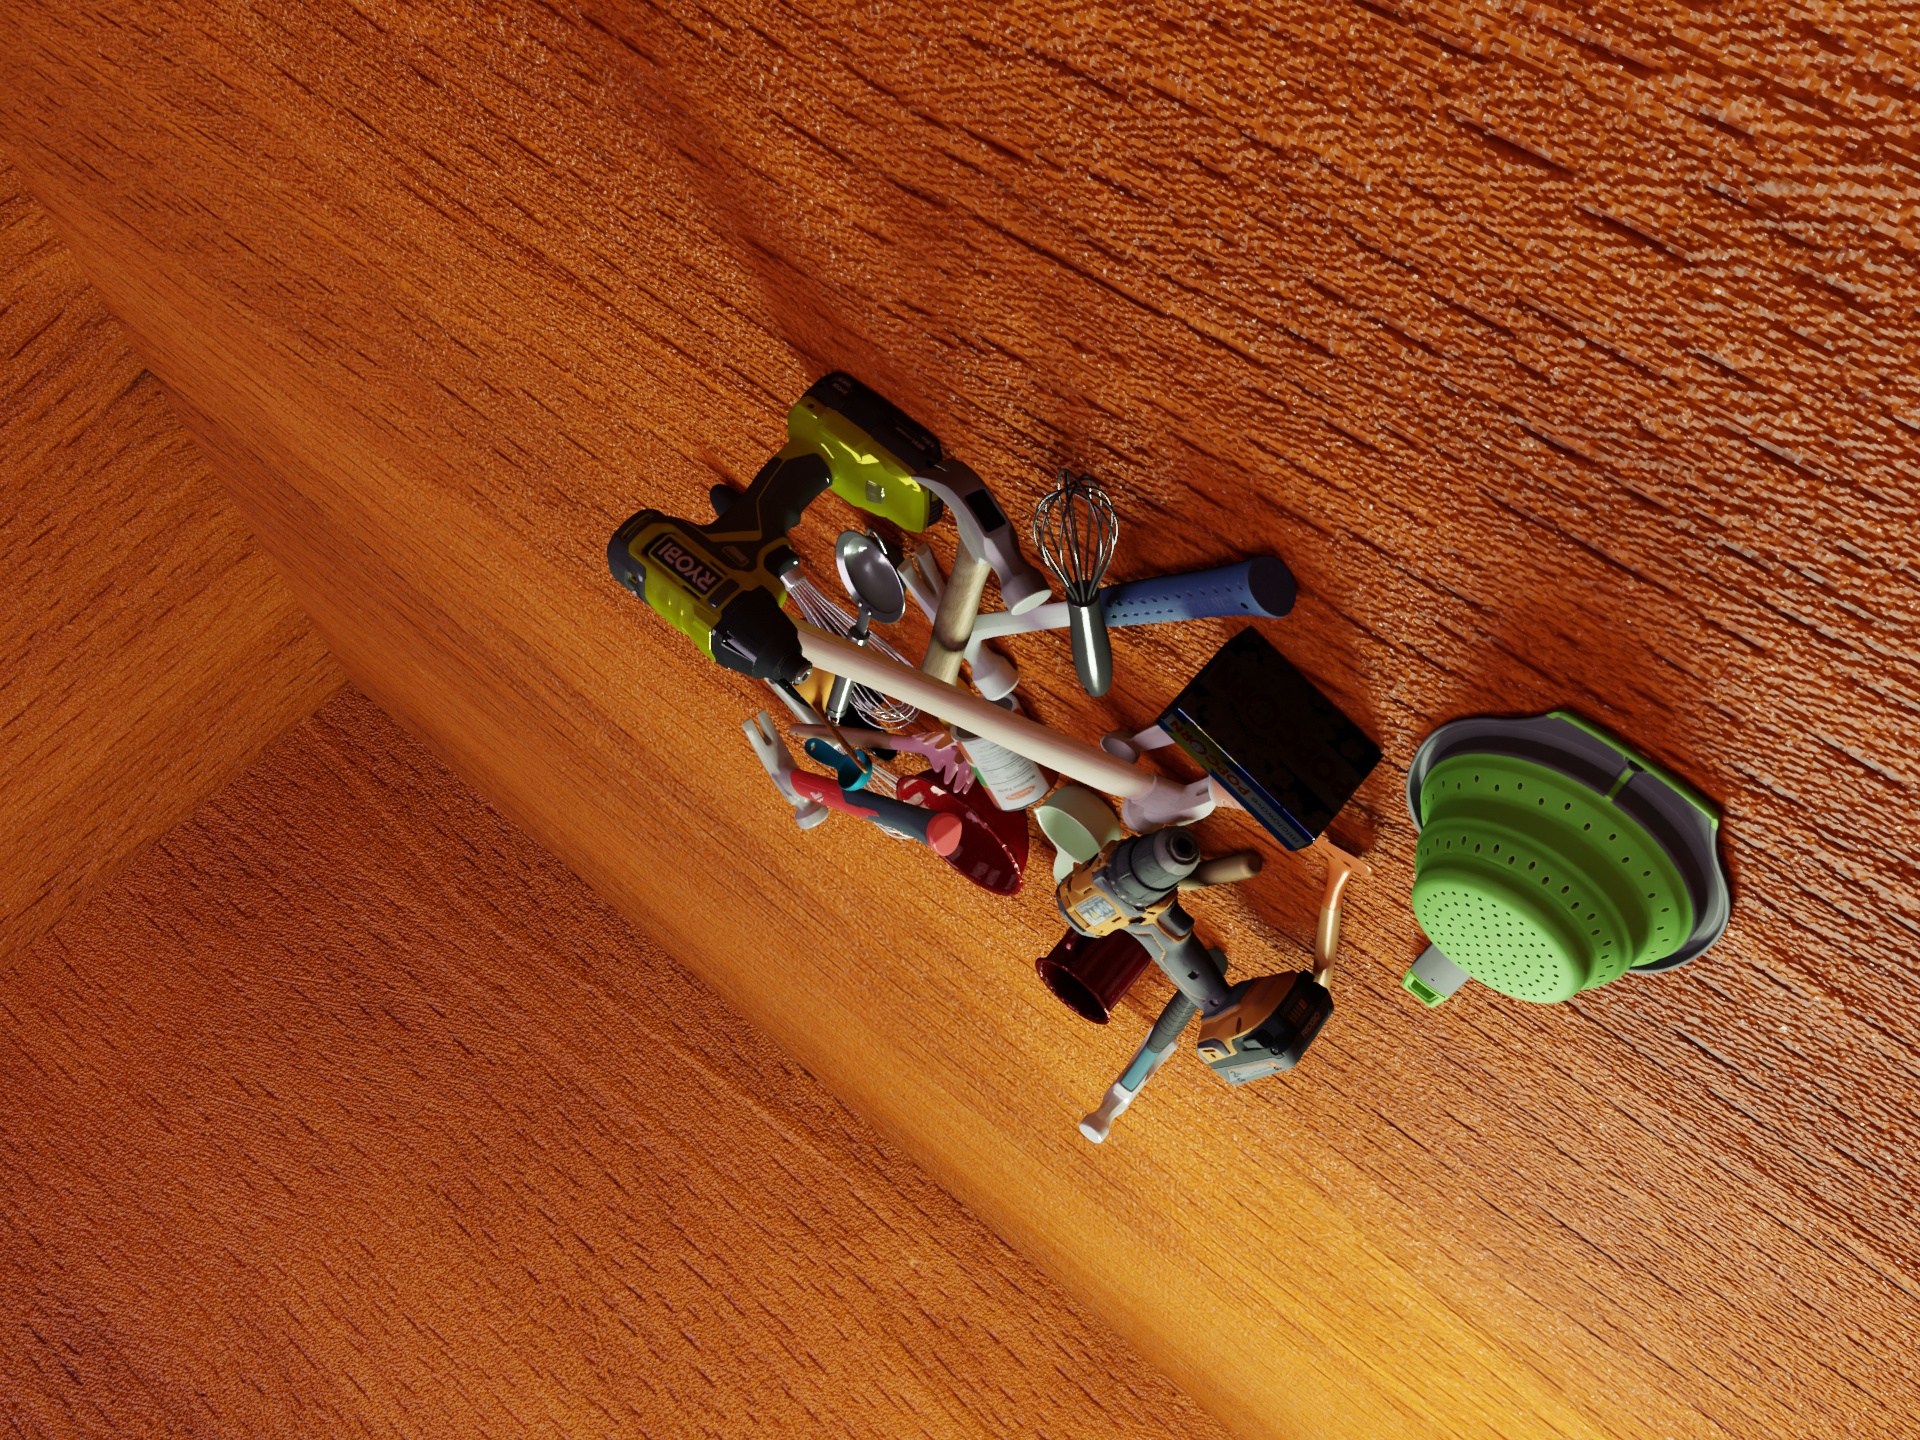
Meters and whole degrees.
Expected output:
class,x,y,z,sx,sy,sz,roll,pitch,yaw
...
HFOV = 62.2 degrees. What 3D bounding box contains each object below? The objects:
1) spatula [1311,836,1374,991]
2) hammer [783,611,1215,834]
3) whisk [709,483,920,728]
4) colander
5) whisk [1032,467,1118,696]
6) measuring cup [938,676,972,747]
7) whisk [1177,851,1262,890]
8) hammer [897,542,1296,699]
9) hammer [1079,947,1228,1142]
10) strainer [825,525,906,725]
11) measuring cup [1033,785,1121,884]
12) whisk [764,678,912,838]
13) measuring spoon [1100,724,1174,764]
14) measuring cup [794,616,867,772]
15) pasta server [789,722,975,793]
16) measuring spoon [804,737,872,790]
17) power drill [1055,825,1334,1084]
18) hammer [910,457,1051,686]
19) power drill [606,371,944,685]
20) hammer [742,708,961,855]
class,x,y,z,sx,sy,sz,roll,pitch,yaw
spatula,0.281,0.158,1.232,0.081,0.041,0.322,31,155,27
hammer,0.002,-0.012,1.208,0.410,0.038,0.146,23,161,-11
whisk,-0.134,-0.107,1.457,0.284,0.070,0.070,49,158,-1
colander,0.338,0.140,1.030,0.204,0.094,0.396,37,157,16
whisk,0.083,-0.081,1.051,0.055,0.055,0.238,33,160,25
measuring cup,-0.002,-0.005,1.460,0.062,0.029,0.156,29,165,27
whisk,0.183,0.142,1.368,0.051,0.047,0.245,48,154,-8
hammer,0.087,-0.083,1.145,0.144,0.035,0.405,52,156,-18
hammer,0.198,0.312,1.569,0.033,0.128,0.330,37,148,14
strainer,-0.086,-0.080,1.367,0.087,0.050,0.258,45,141,20
measuring cup,0.107,0.111,1.450,0.083,0.038,0.167,37,159,16
whisk,-0.125,0.031,1.699,0.246,0.059,0.058,49,121,-1
measuring spoon,0.151,0.009,1.231,0.034,0.018,0.124,41,152,-14
measuring cup,-0.116,-0.027,1.500,0.174,0.052,0.095,53,-175,29
pasta server,-0.083,0.024,1.543,0.316,0.040,0.060,6,135,52
measuring spoon,-0.120,0.040,1.576,0.021,0.042,0.129,29,178,-33
power drill,0.197,0.183,1.297,0.226,0.084,0.185,45,150,1
hammer,-0.002,-0.086,1.166,0.130,0.031,0.331,61,166,12
power drill,-0.119,-0.135,1.152,0.171,0.223,0.080,37,157,16
hammer,-0.112,0.070,1.617,0.386,0.038,0.143,11,133,61
